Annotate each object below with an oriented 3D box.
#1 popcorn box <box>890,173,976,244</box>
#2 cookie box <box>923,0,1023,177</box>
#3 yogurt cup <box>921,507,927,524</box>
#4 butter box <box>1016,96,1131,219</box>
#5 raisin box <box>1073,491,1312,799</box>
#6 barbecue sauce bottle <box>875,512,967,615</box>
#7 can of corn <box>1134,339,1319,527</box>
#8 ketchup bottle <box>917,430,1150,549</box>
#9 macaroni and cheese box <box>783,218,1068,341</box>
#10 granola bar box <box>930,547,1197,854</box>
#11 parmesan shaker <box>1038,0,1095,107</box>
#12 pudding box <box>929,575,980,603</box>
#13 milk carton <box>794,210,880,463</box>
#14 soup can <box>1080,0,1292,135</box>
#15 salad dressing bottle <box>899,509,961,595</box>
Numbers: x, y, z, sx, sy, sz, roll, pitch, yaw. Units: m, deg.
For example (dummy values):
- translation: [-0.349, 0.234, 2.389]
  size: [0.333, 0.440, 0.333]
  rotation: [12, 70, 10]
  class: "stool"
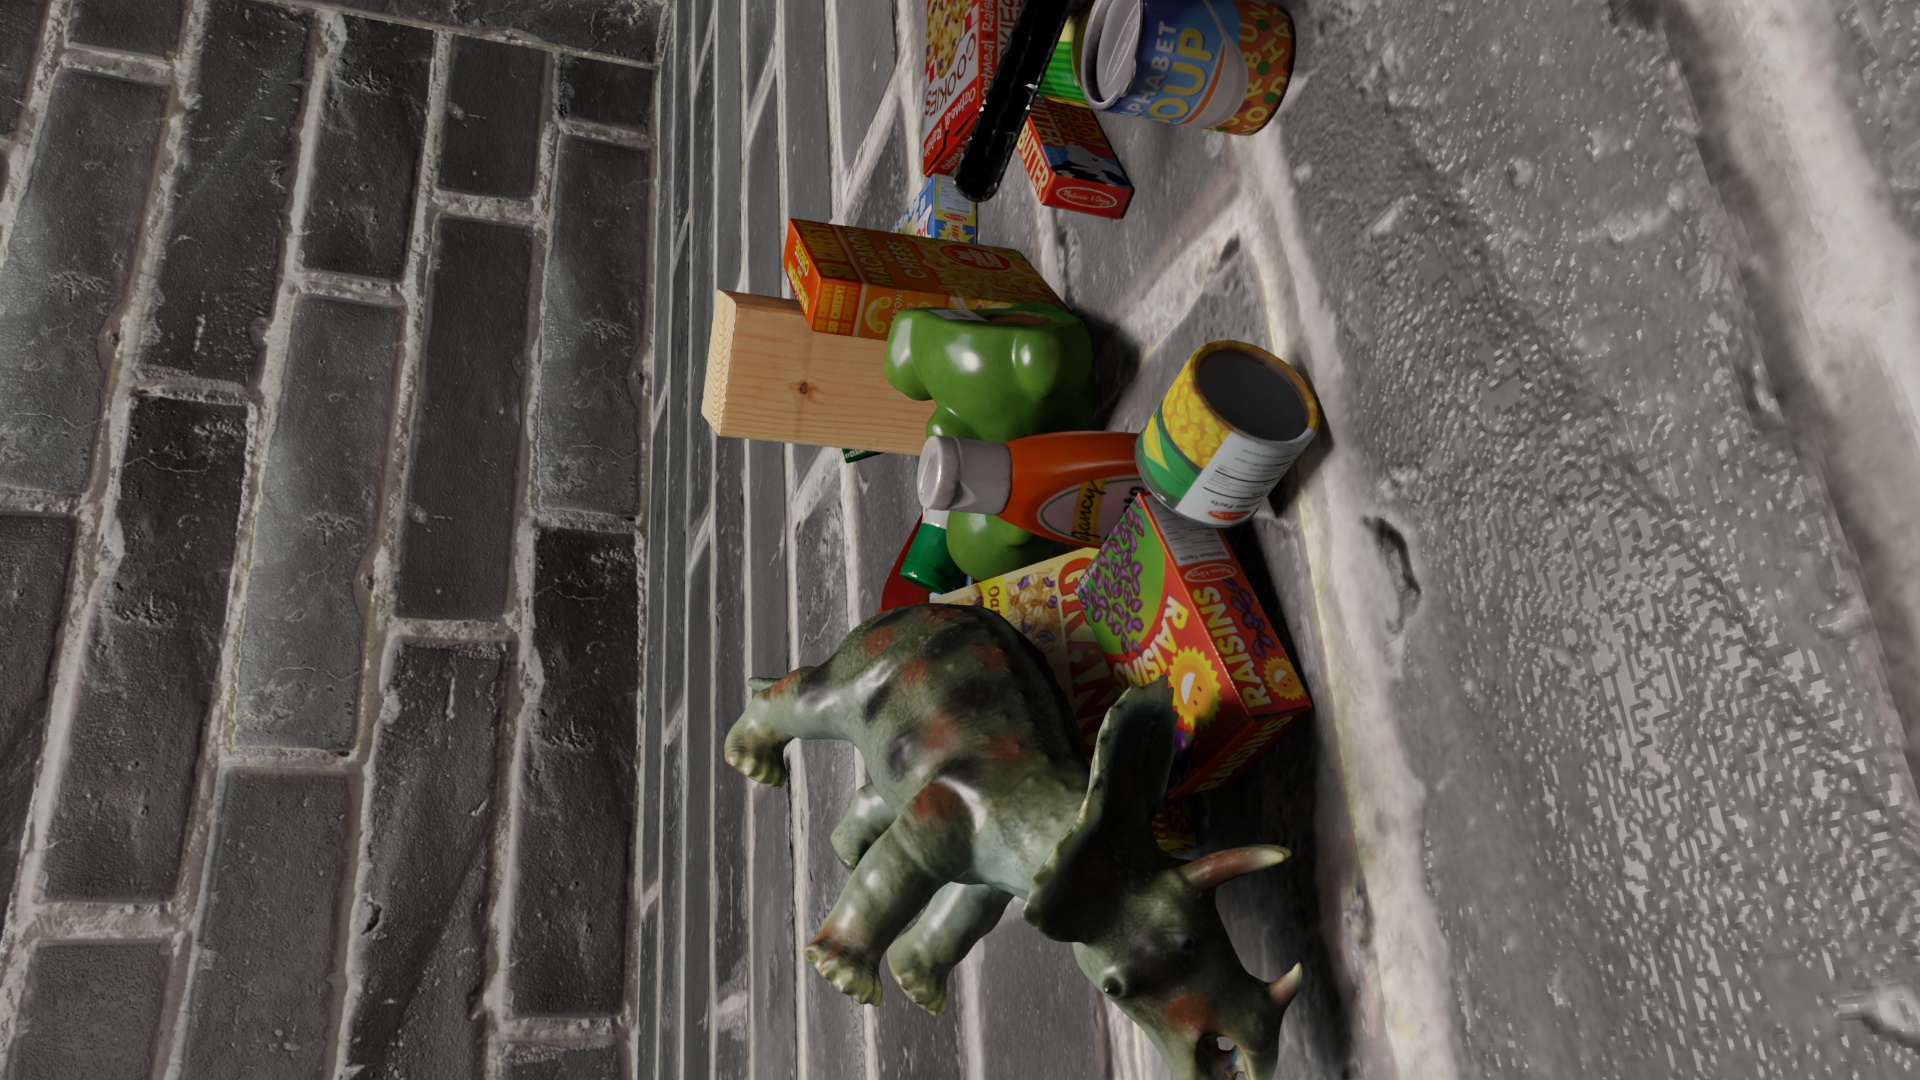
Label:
- translation: [-0.026, -0.232, 1.133]
  size: [0.126, 0.038, 0.085]
  rotation: [150, 124, -67]
  class: "popcorn box"
- translation: [0.008, -0.377, 1.066]
  size: [0.122, 0.040, 0.167]
  rotation: [155, 118, -68]
  class: "cookie box"
- translation: [0.003, -0.012, 0.967]
  size: [0.053, 0.072, 0.072]
  rotation: [128, 142, -71]
  class: "yogurt cup"
- translation: [0.065, -0.238, 0.856]
  size: [0.104, 0.053, 0.024]
  rotation: [-105, 29, -44]
  class: "butter box"
- translation: [0.107, 0.049, 0.663]
  size: [0.124, 0.040, 0.085]
  rotation: [68, 149, 28]
  class: "raisin box"
- translation: [-0.035, 0.039, 1.091]
  size: [0.147, 0.044, 0.065]
  rotation: [122, 147, -53]
  class: "barbecue sauce bottle"
- translation: [0.121, -0.051, 0.637]
  size: [0.058, 0.071, 0.071]
  rotation: [119, 149, -48]
  class: "can of corn"
- translation: [0.054, -0.027, 0.699]
  size: [0.044, 0.149, 0.064]
  rotation: [-105, 28, -47]
  class: "ketchup bottle"
- translation: [-0.027, -0.168, 0.929]
  size: [0.124, 0.167, 0.040]
  rotation: [-117, 36, -56]
  class: "macaroni and cheese box"
- translation: [0.051, 0.095, 0.747]
  size: [0.124, 0.039, 0.166]
  rotation: [-19, 60, 25]
  class: "granola bar box"
- translation: [0.081, -0.288, 0.813]
  size: [0.103, 0.071, 0.071]
  rotation: [-129, 47, -64]
  class: "parmesan shaker"
- translation: [0.015, 0.045, 0.941]
  size: [0.083, 0.050, 0.030]
  rotation: [152, 122, -66]
  class: "pudding box"
- translation: [-0.078, -0.165, 1.120]
  size: [0.072, 0.074, 0.190]
  rotation: [-10, 97, 68]
  class: "milk carton"
- translation: [0.111, -0.236, 0.682]
  size: [0.071, 0.084, 0.071]
  rotation: [-175, 89, -71]
  class: "soup can"
- translation: [0.006, -0.037, 0.915]
  size: [0.044, 0.064, 0.148]
  rotation: [11, 75, 56]
  class: "salad dressing bottle"
